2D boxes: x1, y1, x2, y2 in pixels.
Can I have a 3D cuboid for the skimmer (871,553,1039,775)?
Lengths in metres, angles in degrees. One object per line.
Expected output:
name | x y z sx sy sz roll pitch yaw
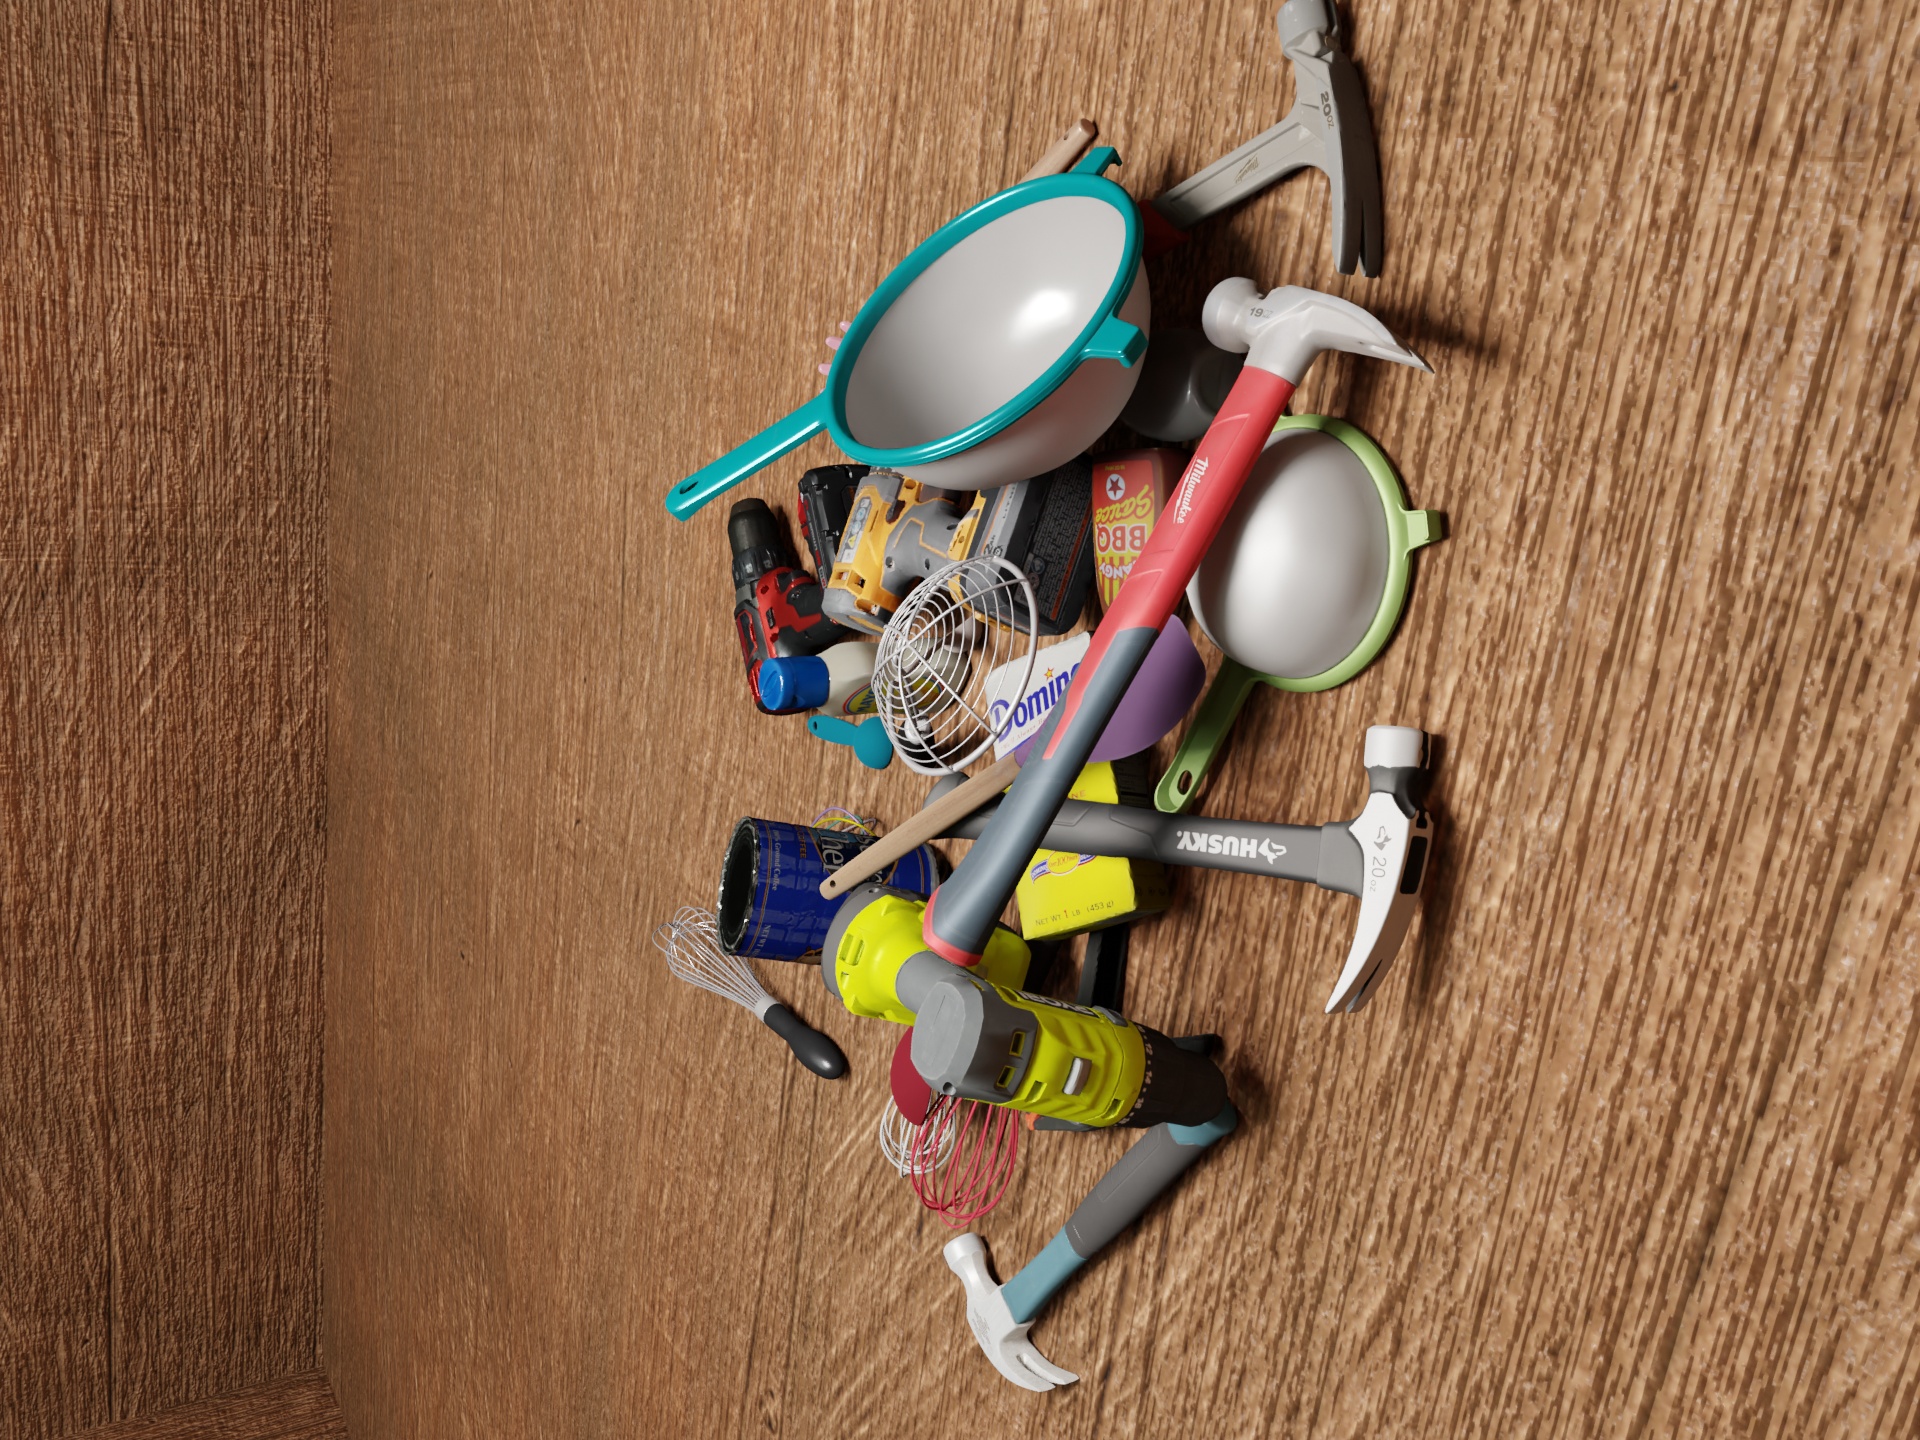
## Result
skimmer | -0.002 -0.003 1.007 0.363 0.090 0.127 86 -165 -77

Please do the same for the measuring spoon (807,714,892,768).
measuring spoon | -0.097 0.012 1.282 0.129 0.021 0.042 13 104 53

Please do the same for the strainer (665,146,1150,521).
strainer | -0.021 -0.179 0.938 0.340 0.095 0.211 -25 44 26

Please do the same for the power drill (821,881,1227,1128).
power drill | 0.031 0.174 0.937 0.229 0.190 0.080 21 92 61

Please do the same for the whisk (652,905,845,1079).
whisk | -0.186 0.243 1.415 0.285 0.070 0.070 29 117 45

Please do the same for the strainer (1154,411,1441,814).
strainer | 0.145 -0.047 0.876 0.152 0.069 0.256 52 132 40

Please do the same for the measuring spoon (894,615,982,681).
measuring spoon | -0.013 -0.044 1.082 0.034 0.124 0.018 -41 91 30

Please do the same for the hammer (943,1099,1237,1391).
hammer | 0.084 0.332 1.040 0.128 0.033 0.330 62 139 32

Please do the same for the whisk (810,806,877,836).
whisk | -0.127 0.113 1.326 0.245 0.047 0.051 -23 62 59

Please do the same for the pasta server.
pasta server | -0.010 -0.314 1.106 0.316 0.040 0.060 -34 55 51

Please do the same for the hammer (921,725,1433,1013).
hammer | 0.104 0.070 0.901 0.335 0.035 0.146 3 85 43

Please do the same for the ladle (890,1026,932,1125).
ladle | 0.015 0.143 1.084 0.315 0.031 0.069 -65 21 18

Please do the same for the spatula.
spatula | 0.021 0.038 0.947 0.316 0.018 0.060 -35 72 34

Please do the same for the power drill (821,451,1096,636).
power drill | 0.004 -0.144 1.051 0.226 0.084 0.185 9 78 55

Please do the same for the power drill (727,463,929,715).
power drill | -0.122 -0.123 1.262 0.226 0.080 0.188 -35 64 55

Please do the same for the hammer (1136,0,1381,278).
hammer | 0.100 -0.276 0.950 0.359 0.036 0.149 -14 82 55

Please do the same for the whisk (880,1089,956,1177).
whisk | -0.016 0.225 1.166 0.058 0.059 0.246 14 105 12

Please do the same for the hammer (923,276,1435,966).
hammer | 0.093 -0.038 0.810 0.386 0.038 0.143 -62 36 7

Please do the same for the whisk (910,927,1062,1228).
whisk | 0.027 0.226 1.095 0.073 0.073 0.295 40 119 47
